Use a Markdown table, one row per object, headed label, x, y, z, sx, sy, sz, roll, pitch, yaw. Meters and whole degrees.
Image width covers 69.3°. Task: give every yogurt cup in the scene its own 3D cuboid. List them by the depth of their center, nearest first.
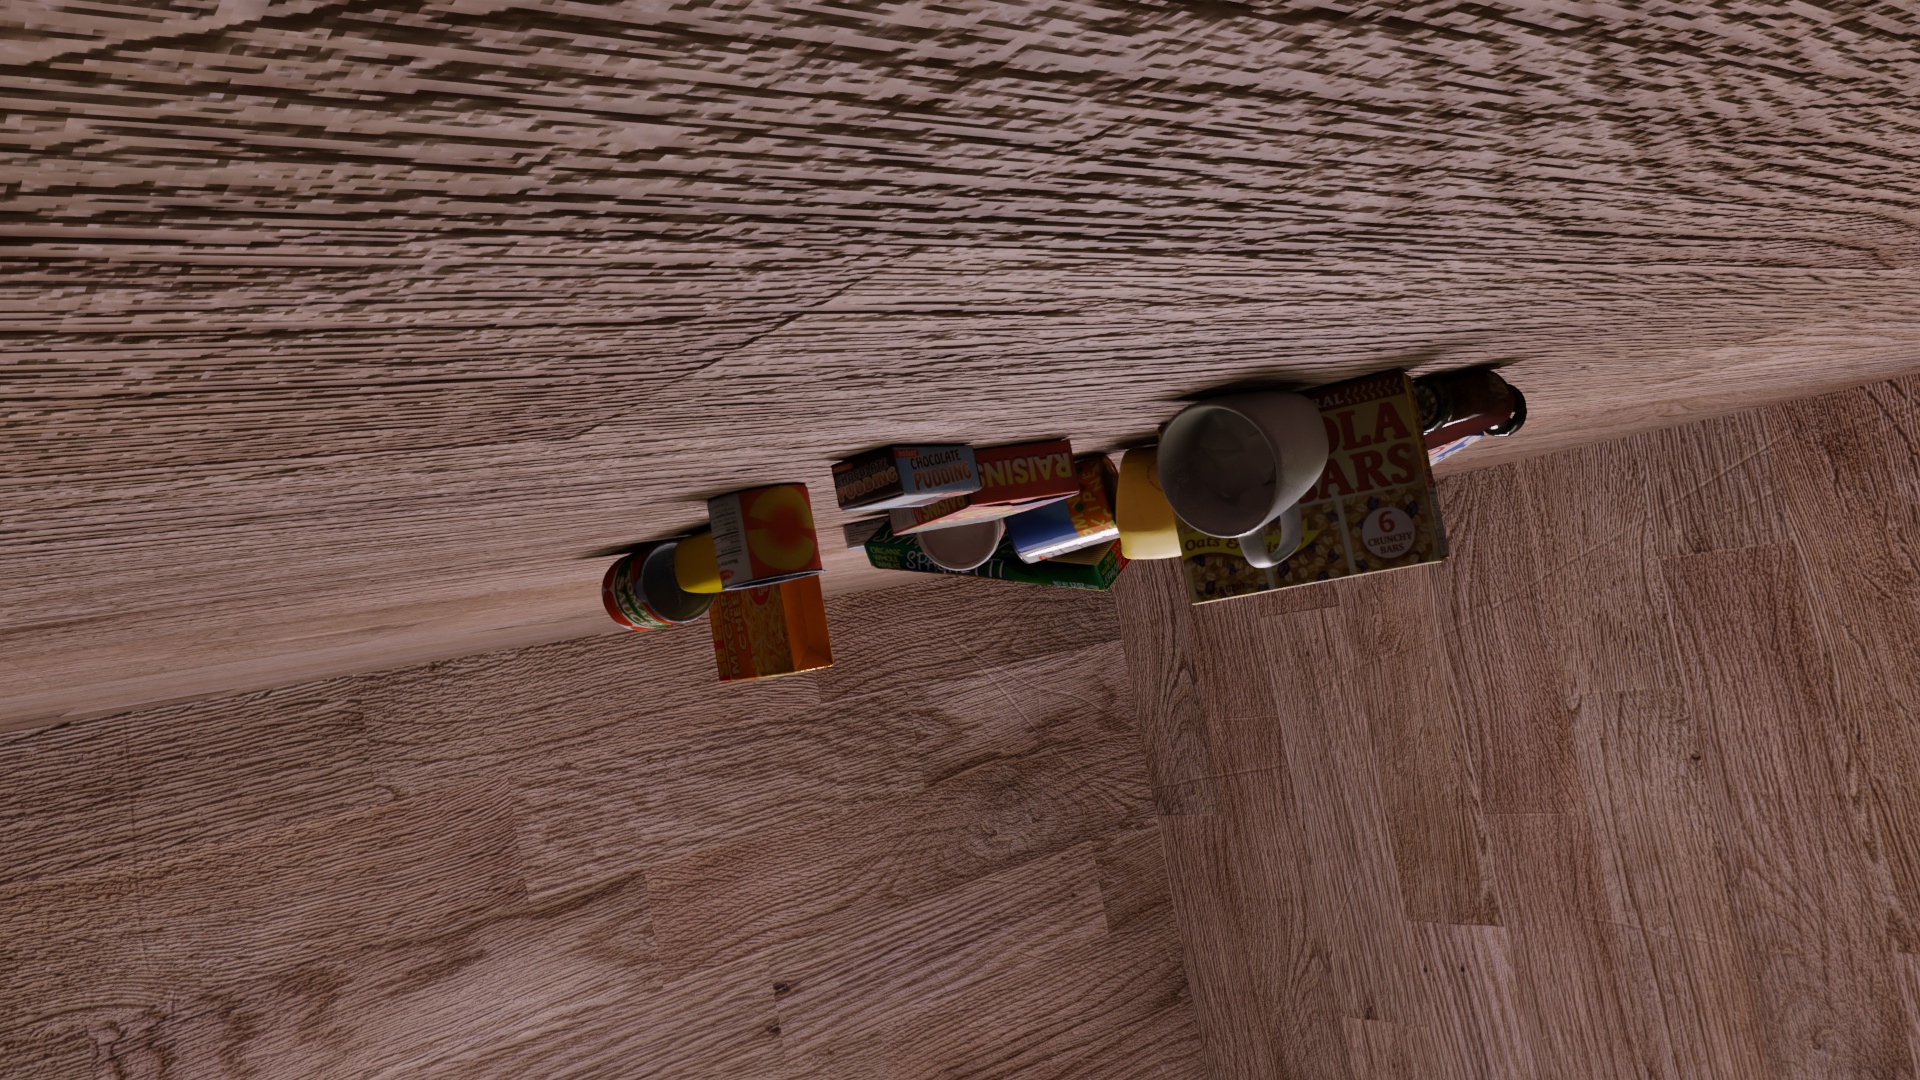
| label | x | y | z | sx | sy | sz | roll | pitch | yaw |
| --- | --- | --- | --- | --- | --- | --- | --- | --- | --- |
| yogurt cup | 0.004 | -0.014 | 1.091 | 0.072 | 0.072 | 0.054 | -12 | -176 | 16 |

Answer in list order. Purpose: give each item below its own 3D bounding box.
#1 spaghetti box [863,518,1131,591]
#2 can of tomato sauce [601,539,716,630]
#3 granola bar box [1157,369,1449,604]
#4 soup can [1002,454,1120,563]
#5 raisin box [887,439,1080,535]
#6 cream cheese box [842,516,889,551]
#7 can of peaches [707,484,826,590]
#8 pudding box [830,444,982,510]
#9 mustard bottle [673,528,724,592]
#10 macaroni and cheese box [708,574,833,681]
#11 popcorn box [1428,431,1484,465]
| label | x | y | z | sx | sy | sz | roll | pitch | yaw |
| --- | --- | --- | --- | --- | --- | --- | --- | --- | --- |
| spaghetti box | 0.026 | 0.008 | 1.169 | 0.250 | 0.028 | 0.050 | 5 | -142 | 38 |
| can of tomato sauce | -0.246 | 0.038 | 1.124 | 0.071 | 0.071 | 0.083 | -8 | 176 | -36 |
| granola bar box | 0.222 | -0.032 | 0.913 | 0.165 | 0.124 | 0.039 | -12 | 176 | 24 |
| soup can | 0.081 | -0.027 | 1.077 | 0.083 | 0.071 | 0.071 | -17 | 175 | 21 |
| raisin box | 0.012 | -0.035 | 0.943 | 0.086 | 0.040 | 0.123 | -8 | 175 | -28 |
| cream cheese box | -0.053 | -0.011 | 1.294 | 0.104 | 0.024 | 0.053 | -11 | 177 | 8 |
| can of peaches | -0.124 | -0.002 | 0.892 | 0.071 | 0.058 | 0.071 | -11 | 176 | -1 |
| pudding box | -0.031 | -0.037 | 0.826 | 0.049 | 0.030 | 0.084 | -14 | 176 | 34 |
| mustard bottle | -0.156 | 0.007 | 1.039 | 0.065 | 0.049 | 0.160 | -7 | 175 | -40 |
| macaroni and cheese box | -0.172 | 0.058 | 1.213 | 0.040 | 0.123 | 0.166 | -7 | 176 | -32 |
| popcorn box | 0.353 | -0.073 | 1.145 | 0.085 | 0.038 | 0.126 | -6 | 159 | -43 |
